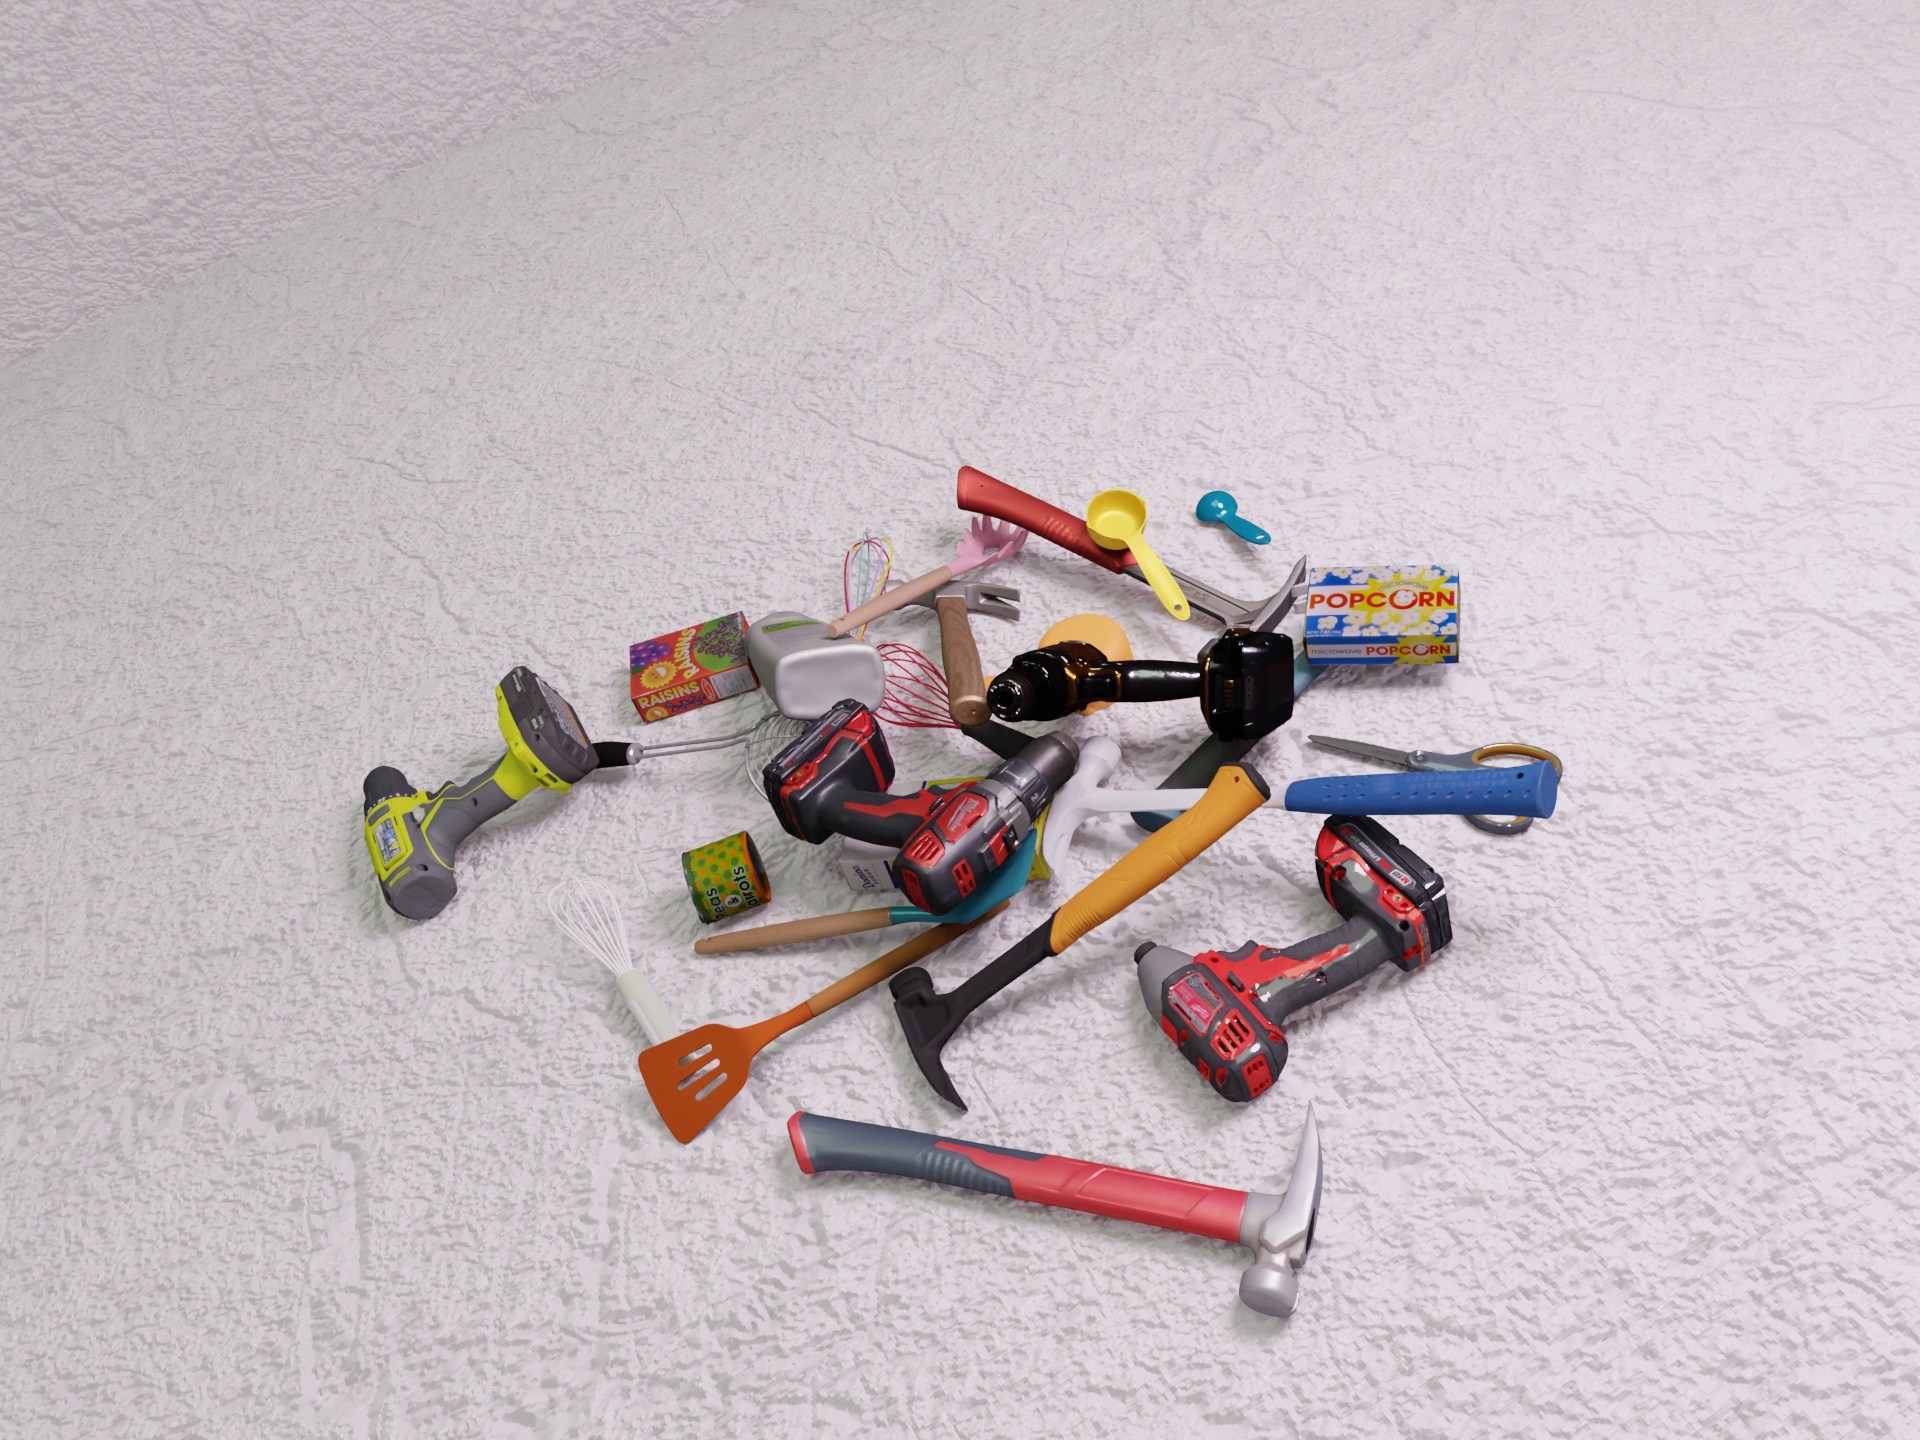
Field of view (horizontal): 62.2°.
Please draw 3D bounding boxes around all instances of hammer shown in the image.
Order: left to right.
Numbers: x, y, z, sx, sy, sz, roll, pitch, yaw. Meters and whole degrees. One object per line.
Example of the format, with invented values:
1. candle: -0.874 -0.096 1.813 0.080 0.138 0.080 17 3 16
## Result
1. hammer: 0.000 -0.069 1.429 0.130 0.031 0.331 -2 22 -4
2. hammer: 0.057 0.308 1.122 0.386 0.038 0.143 4 48 24
3. hammer: 0.094 0.149 1.187 0.337 0.034 0.127 -39 43 11
4. hammer: 0.145 -0.169 1.519 0.359 0.036 0.149 30 63 28
5. hammer: 0.270 -0.017 1.365 0.331 0.033 0.128 -42 48 -21
6. hammer: 0.238 0.063 1.200 0.405 0.035 0.144 -4 42 39

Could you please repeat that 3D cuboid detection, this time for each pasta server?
1. pasta server: -0.028 -0.140 1.513 0.060 0.040 0.316 19 30 27

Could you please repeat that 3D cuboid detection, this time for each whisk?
1. whisk: -0.283 0.213 1.337 0.059 0.057 0.247 -10 39 -34
2. whisk: -0.099 -0.096 1.571 0.047 0.051 0.245 8 51 -4
3. whisk: -0.002 -0.005 1.412 0.073 0.073 0.296 -40 41 -19

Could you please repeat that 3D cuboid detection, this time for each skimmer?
1. skimmer: -0.245 0.047 1.496 0.363 0.090 0.127 -6 41 29

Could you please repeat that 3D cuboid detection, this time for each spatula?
1. spatula: -0.100 0.220 1.268 0.322 0.041 0.081 -27 72 -16
2. spatula: -0.082 0.154 1.300 0.317 0.044 0.082 -12 29 19

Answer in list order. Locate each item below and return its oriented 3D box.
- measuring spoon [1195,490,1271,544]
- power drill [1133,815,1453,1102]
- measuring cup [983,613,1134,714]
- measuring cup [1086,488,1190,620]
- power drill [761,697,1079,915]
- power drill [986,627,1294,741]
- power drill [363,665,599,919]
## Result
1. measuring spoon: 0.264 -0.197 1.531 0.042 0.021 0.129 -25 29 -7
2. power drill: 0.239 0.168 1.169 0.219 0.078 0.143 -34 45 -10
3. measuring cup: 0.072 -0.053 1.458 0.173 0.052 0.095 -4 46 14
4. measuring cup: 0.168 -0.147 1.467 0.062 0.029 0.157 -24 65 -10
5. power drill: -0.030 0.054 1.298 0.227 0.080 0.188 20 52 42
6. power drill: 0.142 -0.028 1.290 0.226 0.084 0.185 2 9 23
7. power drill: -0.471 0.057 1.513 0.228 0.080 0.191 -39 46 1
